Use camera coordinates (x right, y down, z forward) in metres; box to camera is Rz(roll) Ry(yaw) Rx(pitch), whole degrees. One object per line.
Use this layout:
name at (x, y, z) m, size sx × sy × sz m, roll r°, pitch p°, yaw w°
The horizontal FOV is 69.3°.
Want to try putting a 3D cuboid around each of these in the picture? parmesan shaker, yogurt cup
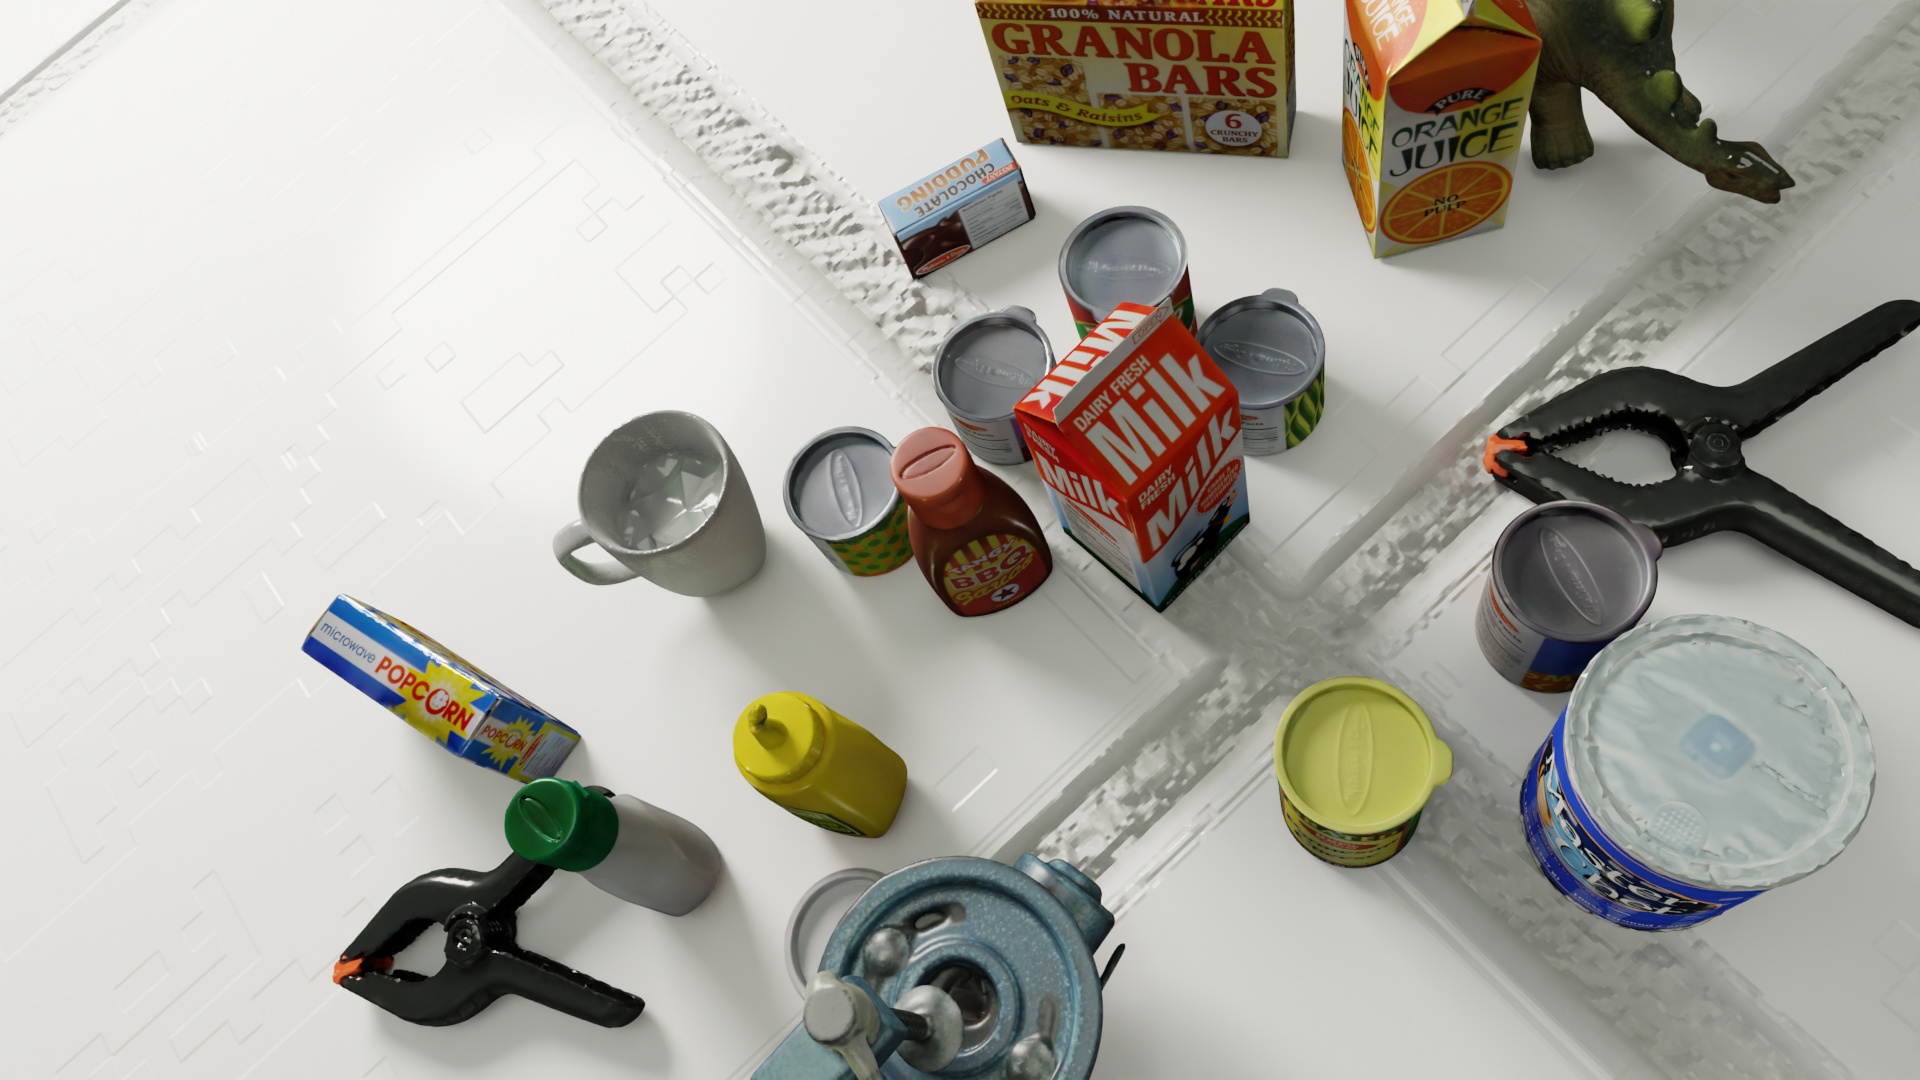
parmesan shaker at (0.177, 0.106, 0.615) m, size 0.071 × 0.102 × 0.071 m, roll -5°, pitch 67°, yaw 12°
yogurt cup at (-0.044, 0.194, 0.662) m, size 0.072 × 0.053 × 0.072 m, roll -5°, pitch 67°, yaw 12°

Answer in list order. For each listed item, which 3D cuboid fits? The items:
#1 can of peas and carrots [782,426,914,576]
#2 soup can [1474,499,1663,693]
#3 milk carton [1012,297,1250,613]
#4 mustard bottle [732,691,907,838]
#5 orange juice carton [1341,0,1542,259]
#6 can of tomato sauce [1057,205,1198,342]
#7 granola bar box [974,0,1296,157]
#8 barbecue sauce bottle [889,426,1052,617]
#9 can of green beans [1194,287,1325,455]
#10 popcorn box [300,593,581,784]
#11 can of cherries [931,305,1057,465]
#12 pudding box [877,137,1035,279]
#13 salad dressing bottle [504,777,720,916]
can of peas and carrots at (-0.053, -0.021, 0.751) m, size 0.071 × 0.058 × 0.071 m, roll -5°, pitch 67°, yaw 12°
soup can at (0.276, 0.027, 0.634) m, size 0.071 × 0.083 × 0.071 m, roll -5°, pitch 67°, yaw 12°
milk carton at (0.083, -0.042, 0.652) m, size 0.072 × 0.190 × 0.073 m, roll -45°, pitch 65°, yaw -6°
mustard bottle at (-0.072, 0.102, 0.648) m, size 0.065 × 0.159 × 0.049 m, roll 13°, pitch 72°, yaw 19°
orange juice carton at (0.235, -0.228, 0.690) m, size 0.073 × 0.192 × 0.072 m, roll -13°, pitch 66°, yaw 9°
can of tomato sauce at (0.092, -0.127, 0.745) m, size 0.071 × 0.083 × 0.071 m, roll -5°, pitch 67°, yaw 12°
granola bar box at (0.103, -0.272, 0.780) m, size 0.165 × 0.124 × 0.039 m, roll 8°, pitch 71°, yaw 17°
barbecue sauce bottle at (0.002, -0.009, 0.682) m, size 0.065 × 0.148 × 0.044 m, roll -27°, pitch 64°, yaw 3°
can of green beans at (0.157, -0.085, 0.725) m, size 0.071 × 0.057 × 0.071 m, roll -5°, pitch 67°, yaw 12°
popcorn box at (-0.280, 0.082, 0.751) m, size 0.127 × 0.085 × 0.038 m, roll 26°, pitch 77°, yaw 22°
can of cherries at (0.025, -0.084, 0.758) m, size 0.071 × 0.058 × 0.072 m, roll -5°, pitch 67°, yaw 12°
pudding box at (-0.002, -0.194, 0.816) m, size 0.084 × 0.049 × 0.030 m, roll -28°, pitch 64°, yaw 2°
salad dressing bottle at (-0.163, 0.145, 0.661) m, size 0.064 × 0.147 × 0.044 m, roll 38°, pitch 82°, yaw 25°
